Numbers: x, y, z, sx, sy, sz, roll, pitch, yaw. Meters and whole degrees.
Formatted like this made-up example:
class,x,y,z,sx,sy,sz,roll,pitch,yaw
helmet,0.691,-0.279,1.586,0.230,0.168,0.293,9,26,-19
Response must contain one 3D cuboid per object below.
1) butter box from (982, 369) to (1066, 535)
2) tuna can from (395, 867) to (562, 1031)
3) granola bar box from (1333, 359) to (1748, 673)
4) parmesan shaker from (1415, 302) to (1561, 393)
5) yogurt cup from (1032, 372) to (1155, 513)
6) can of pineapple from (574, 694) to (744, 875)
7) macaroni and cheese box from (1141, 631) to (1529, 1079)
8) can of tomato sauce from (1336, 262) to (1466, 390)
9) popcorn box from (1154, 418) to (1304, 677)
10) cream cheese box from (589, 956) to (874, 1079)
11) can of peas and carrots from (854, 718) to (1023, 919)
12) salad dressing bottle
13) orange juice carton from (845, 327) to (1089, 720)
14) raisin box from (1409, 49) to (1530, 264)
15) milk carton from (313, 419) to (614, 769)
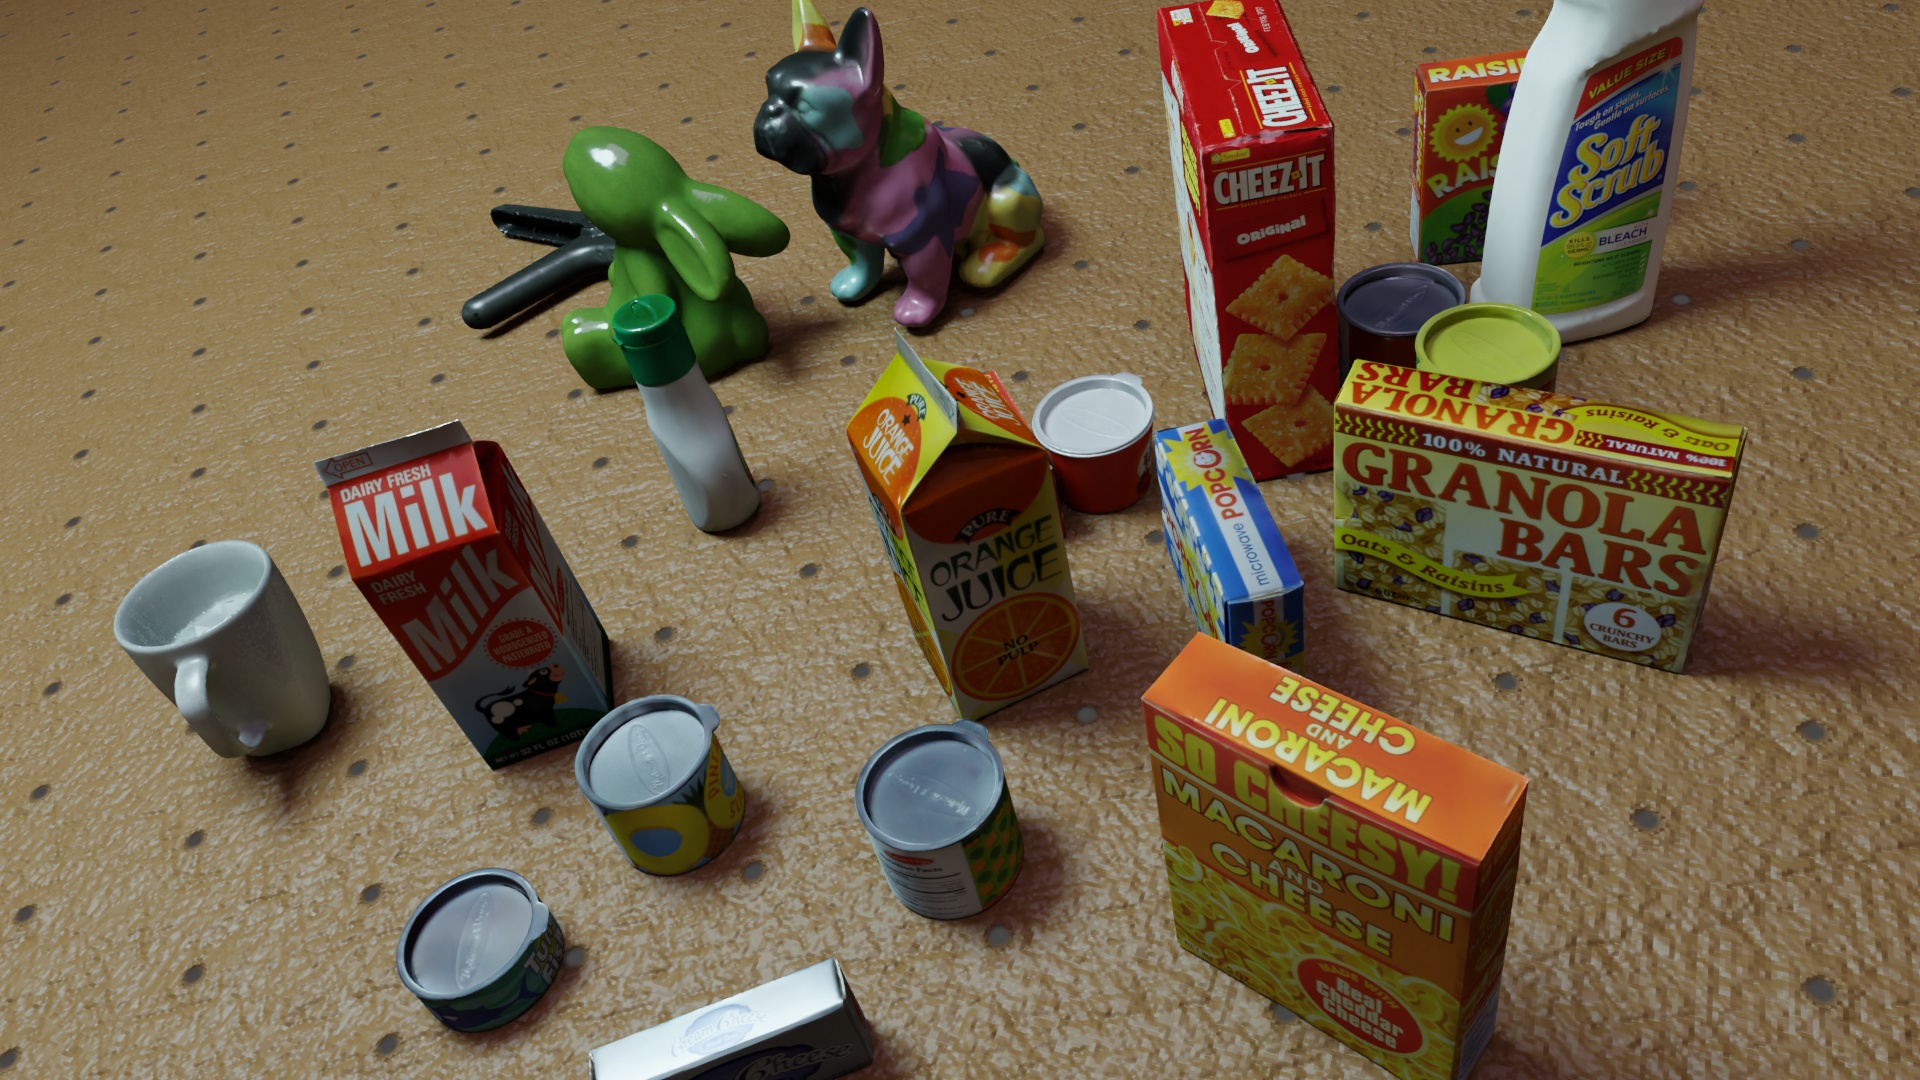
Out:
class,x,y,z,sx,sy,sz,roll,pitch,yaw
butter box,0.029,-0.048,0.795,0.024,0.053,0.104,-20,43,-5
tuna can,-0.215,0.186,0.632,0.071,0.032,0.071,-8,43,7
granola bar box,0.258,-0.011,0.641,0.165,0.123,0.039,15,51,28
parmesan shaker,0.262,-0.059,0.705,0.071,0.102,0.072,-8,43,8
yogurt cup,0.078,-0.052,0.785,0.072,0.053,0.073,-8,43,8
can of pineapple,-0.141,0.117,0.665,0.071,0.057,0.071,-8,43,8
macaroni and cheese box,0.133,0.122,0.505,0.124,0.165,0.040,24,55,34
can of tomato sauce,0.244,-0.100,0.768,0.071,0.082,0.071,-8,43,8
popcorn box,0.131,0.012,0.680,0.038,0.084,0.127,-14,43,1
cream cheese box,-0.090,0.208,0.559,0.104,0.053,0.024,-20,43,-5
can of peas and carrots,-0.007,0.124,0.621,0.071,0.058,0.071,-8,43,8
salad dressing bottle,-0.158,-0.072,0.801,0.044,0.147,0.064,-30,45,-16
orange juice carton,0.002,-0.008,0.658,0.073,0.191,0.072,-24,44,-9
raisin box,0.325,-0.235,0.857,0.086,0.122,0.040,-3,44,12
milk carton,-0.242,0.022,0.695,0.072,0.189,0.074,-18,43,-3
